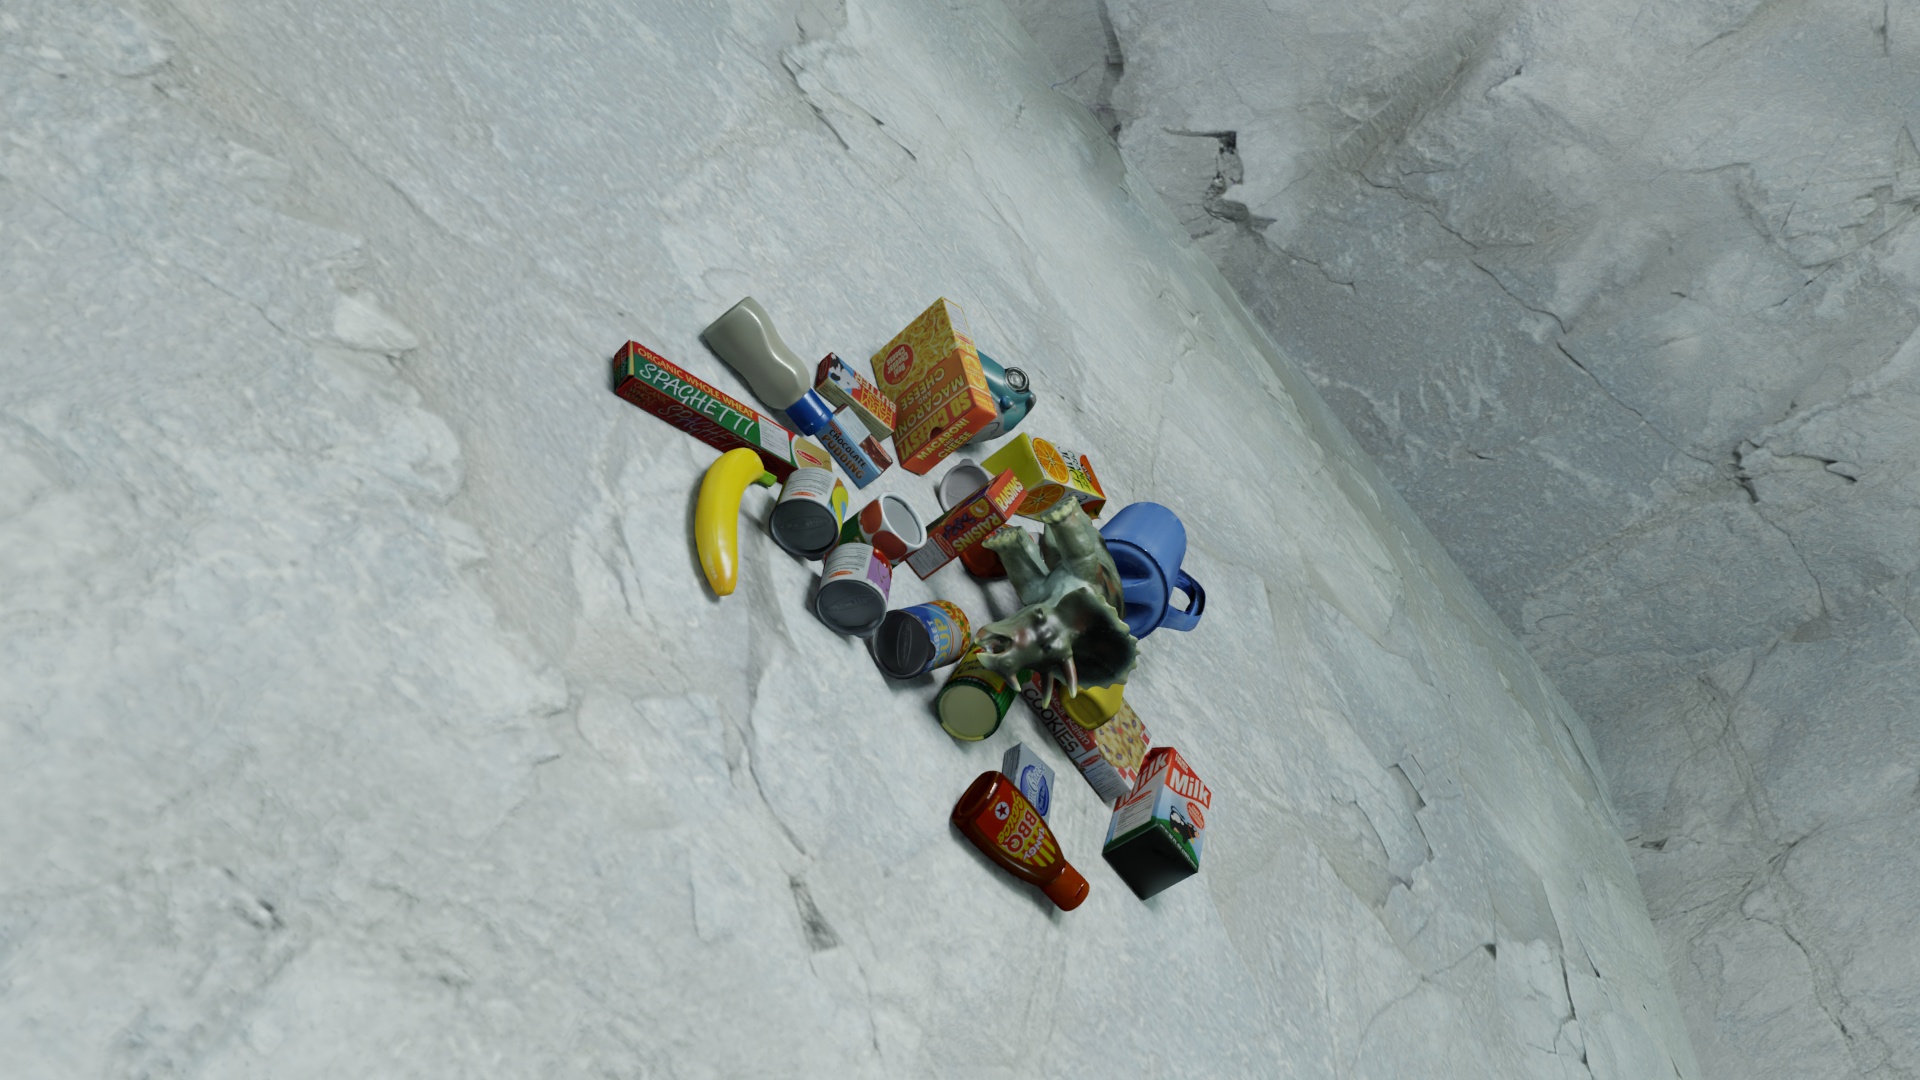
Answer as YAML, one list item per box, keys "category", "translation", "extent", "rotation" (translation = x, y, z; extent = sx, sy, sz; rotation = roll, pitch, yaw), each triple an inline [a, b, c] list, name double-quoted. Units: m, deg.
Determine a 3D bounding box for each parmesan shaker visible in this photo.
- category: "parmesan shaker"
  translation: [0.025, 0.145, 1.366]
  extent: [0.071, 0.071, 0.103]
  rotation: [51, 27, -7]

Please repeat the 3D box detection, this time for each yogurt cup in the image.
- category: "yogurt cup"
  translation: [0.017, -0.053, 1.592]
  extent: [0.072, 0.072, 0.054]
  rotation: [63, 20, 16]

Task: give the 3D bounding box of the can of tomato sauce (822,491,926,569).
- category: "can of tomato sauce"
  translation: [-0.084, 0.002, 1.342]
  extent: [0.071, 0.083, 0.071]
  rotation: [39, 30, -28]

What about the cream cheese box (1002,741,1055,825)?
- category: "cream cheese box"
  translation: [0.063, 0.250, 1.358]
  extent: [0.053, 0.024, 0.104]
  rotation: [44, 28, -17]

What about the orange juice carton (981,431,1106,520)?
- category: "orange juice carton"
  translation: [0.118, -0.071, 1.764]
  extent: [0.193, 0.073, 0.072]
  rotation: [14, 47, -53]

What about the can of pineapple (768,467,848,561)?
- category: "can of pineapple"
  translation: [-0.141, -0.026, 1.303]
  extent: [0.071, 0.071, 0.058]
  rotation: [44, 29, -21]

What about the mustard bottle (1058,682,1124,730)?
- category: "mustard bottle"
  translation: [0.148, 0.142, 1.502]
  extent: [0.065, 0.048, 0.161]
  rotation: [49, 28, -9]

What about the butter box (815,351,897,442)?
- category: "butter box"
  translation: [-0.115, -0.159, 1.542]
  extent: [0.103, 0.024, 0.053]
  rotation: [39, 31, -28]

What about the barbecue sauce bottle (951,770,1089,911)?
- category: "barbecue sauce bottle"
  translation: [0.060, 0.283, 1.285]
  extent: [0.148, 0.043, 0.065]
  rotation: [48, 60, -17]

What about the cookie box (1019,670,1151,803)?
- category: "cookie box"
  translation: [0.137, 0.188, 1.532]
  extent: [0.167, 0.040, 0.123]
  rotation: [53, 27, -6]

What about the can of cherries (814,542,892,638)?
- category: "can of cherries"
  translation: [-0.098, 0.047, 1.291]
  extent: [0.071, 0.071, 0.059]
  rotation: [42, 28, -24]

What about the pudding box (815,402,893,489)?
- category: "pudding box"
  translation: [-0.113, -0.100, 1.471]
  extent: [0.083, 0.030, 0.050]
  rotation: [51, 26, -8]

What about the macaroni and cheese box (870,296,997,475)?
- category: "macaroni and cheese box"
  translation: [-0.033, -0.176, 1.585]
  extent: [0.040, 0.123, 0.167]
  rotation: [22, 41, -43]

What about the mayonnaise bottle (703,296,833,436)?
- category: "mayonnaise bottle"
  translation: [-0.189, -0.171, 1.401]
  extent: [0.148, 0.064, 0.041]
  rotation: [50, 29, -17]

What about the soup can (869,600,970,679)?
- category: "soup can"
  translation: [-0.035, 0.094, 1.329]
  extent: [0.071, 0.071, 0.084]
  rotation: [60, 27, 11]

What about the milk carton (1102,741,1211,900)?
- category: "milk carton"
  translation: [0.218, 0.293, 1.504]
  extent: [0.072, 0.073, 0.191]
  rotation: [50, 27, -10]

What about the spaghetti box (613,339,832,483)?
- category: "spaghetti box"
  translation: [-0.220, -0.110, 1.313]
  extent: [0.250, 0.028, 0.050]
  rotation: [30, 36, -40]

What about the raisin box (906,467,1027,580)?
- category: "raisin box"
  translation: [0.005, -0.018, 1.465]
  extent: [0.040, 0.123, 0.086]
  rotation: [52, 27, -6]

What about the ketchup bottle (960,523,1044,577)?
- category: "ketchup bottle"
  translation: [0.053, 0.009, 1.599]
  extent: [0.149, 0.043, 0.065]
  rotation: [-2, 60, -59]
